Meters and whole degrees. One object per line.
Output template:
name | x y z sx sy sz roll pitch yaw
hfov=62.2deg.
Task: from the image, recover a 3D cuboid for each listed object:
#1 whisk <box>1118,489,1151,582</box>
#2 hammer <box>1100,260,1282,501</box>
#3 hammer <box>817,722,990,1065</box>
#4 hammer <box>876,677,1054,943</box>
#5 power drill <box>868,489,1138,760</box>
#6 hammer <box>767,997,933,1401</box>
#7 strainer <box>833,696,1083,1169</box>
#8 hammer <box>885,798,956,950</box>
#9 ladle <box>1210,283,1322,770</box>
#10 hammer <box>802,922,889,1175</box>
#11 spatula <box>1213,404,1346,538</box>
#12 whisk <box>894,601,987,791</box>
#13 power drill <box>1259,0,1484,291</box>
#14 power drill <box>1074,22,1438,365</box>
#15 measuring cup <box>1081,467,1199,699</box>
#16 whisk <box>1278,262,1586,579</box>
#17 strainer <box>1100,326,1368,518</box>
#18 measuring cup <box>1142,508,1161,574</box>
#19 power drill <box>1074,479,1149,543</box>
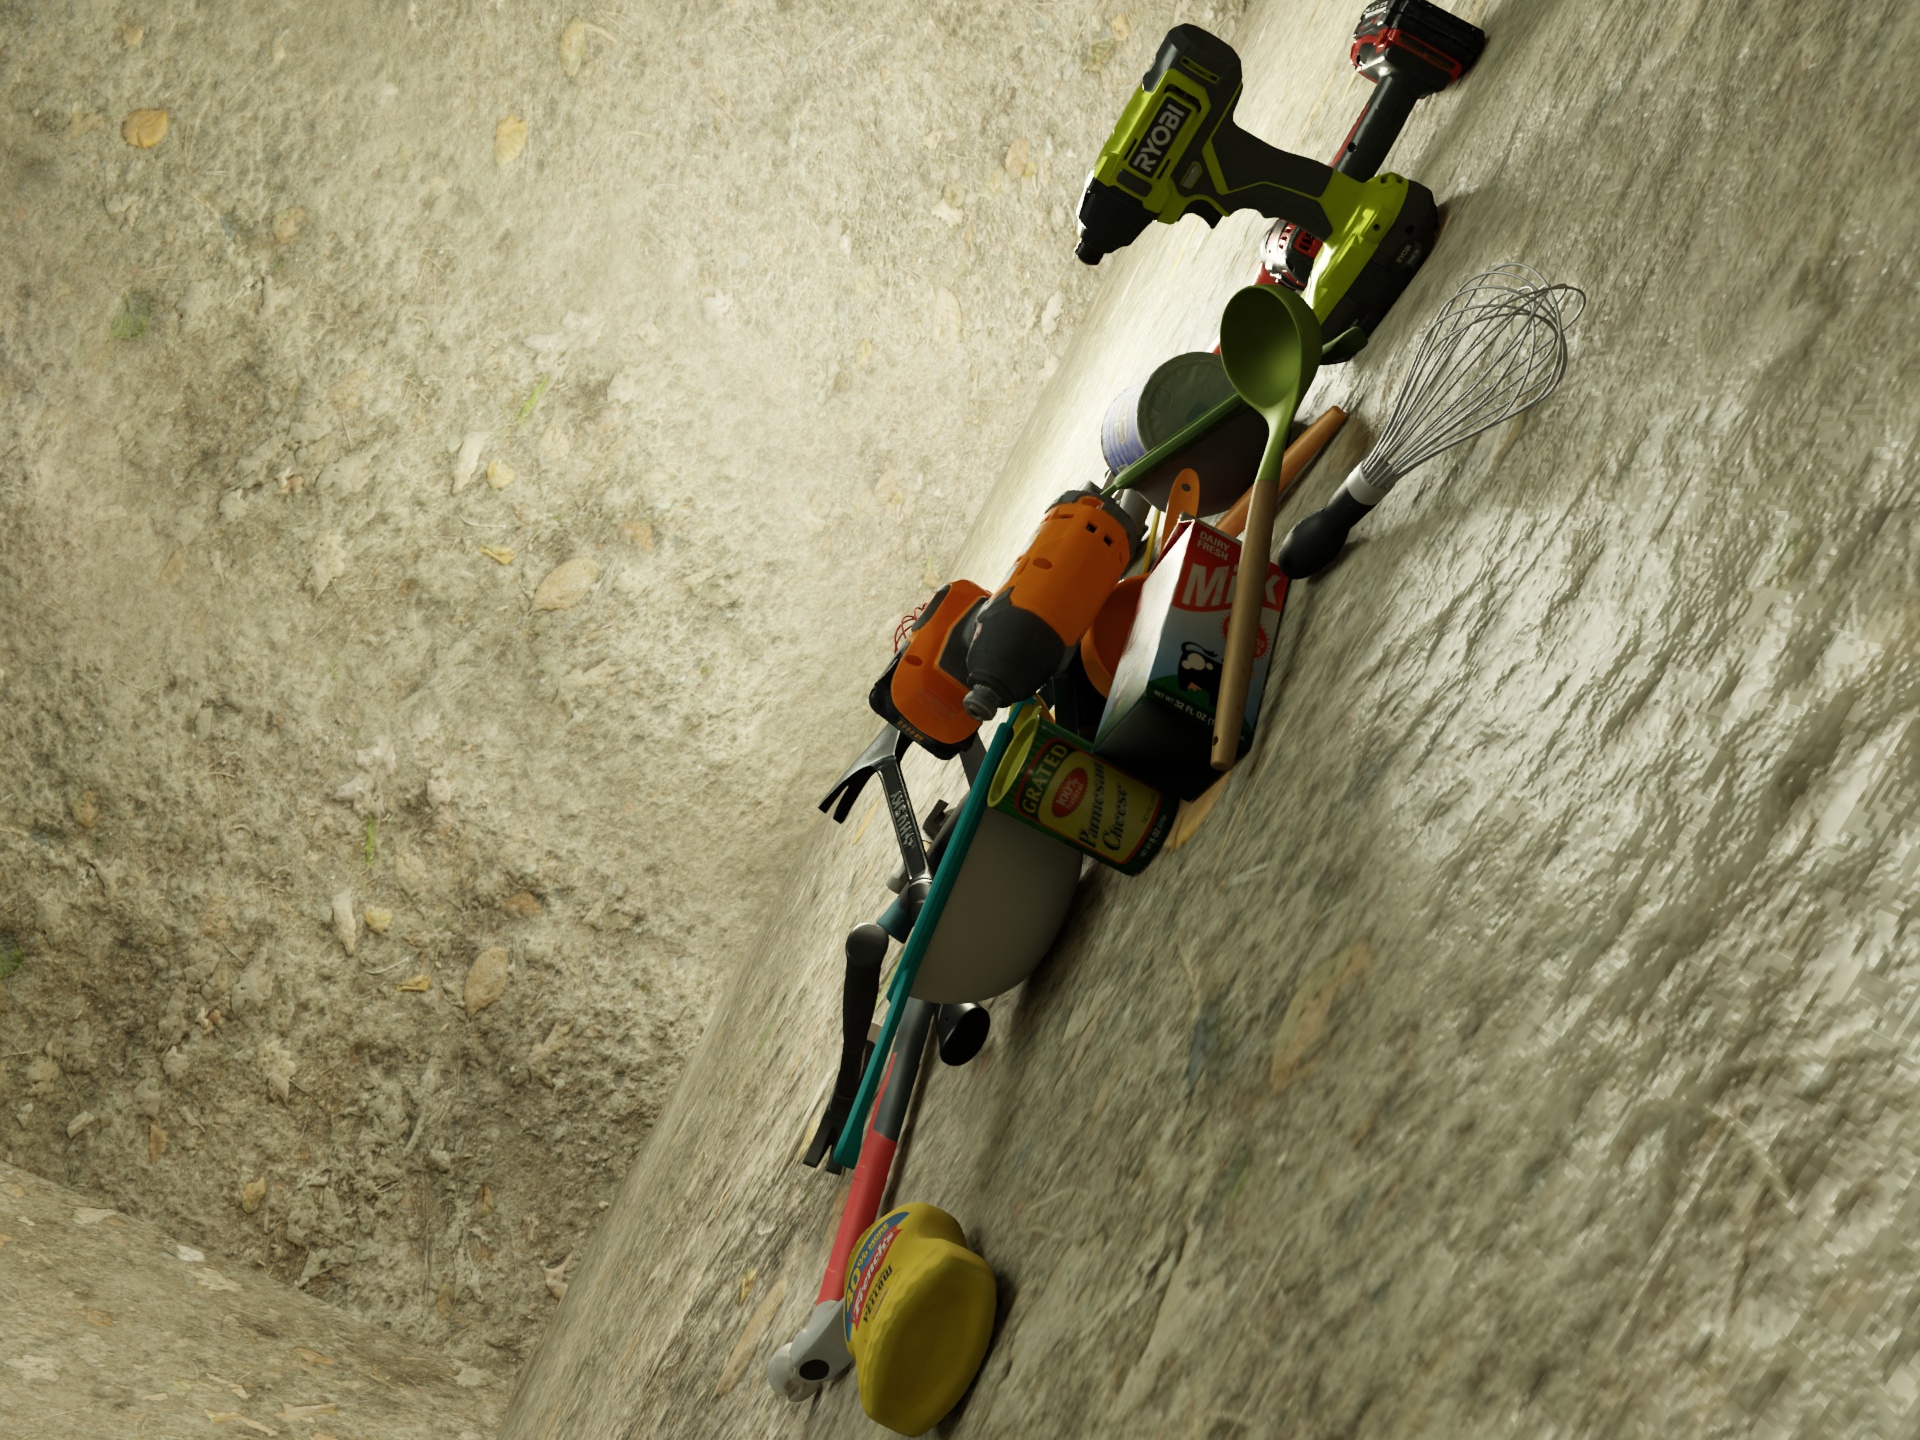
whisk | 0.135 -0.139 1.406 0.239 0.055 0.055 -69 10 -22
hammer | 0.214 -0.301 1.544 0.359 0.036 0.149 -53 12 51
hammer | -0.038 0.129 1.301 0.149 0.036 0.409 -43 31 15
hammer | 0.024 0.058 1.406 0.331 0.033 0.128 -56 5 -23
power drill | 0.018 -0.047 1.055 0.164 0.084 0.226 -58 10 -24
hammer | -0.053 0.311 1.210 0.143 0.038 0.387 -55 11 39
strainer | 0.011 0.159 1.067 0.210 0.095 0.341 112 180 -50
hammer | -0.038 0.174 1.593 0.130 0.031 0.331 -61 8 14
ladle | 0.168 -0.121 0.947 0.078 0.062 0.320 141 146 -62
hammer | -0.087 0.259 1.304 0.334 0.035 0.146 101 -173 -57
spatula | 0.169 -0.099 1.145 0.081 0.041 0.322 -15 -27 -51
whisk | -0.002 -0.004 1.341 0.073 0.073 0.296 -58 32 28
power drill | 0.315 -0.457 1.288 0.188 0.080 0.226 -88 24 -73
power drill | 0.200 -0.352 1.111 0.171 0.223 0.080 -56 10 38
measuring cup | 0.136 -0.088 1.093 0.052 0.095 0.174 115 170 -71
whisk | 0.232 -0.143 0.841 0.284 0.070 0.070 124 171 -64
strainer | 0.213 -0.201 1.113 0.151 0.069 0.256 -37 7 -24
measuring cup | 0.193 -0.202 1.419 0.062 0.029 0.156 129 155 -86
power drill | 0.076 -0.109 1.482 0.228 0.080 0.190 -54 5 -15
